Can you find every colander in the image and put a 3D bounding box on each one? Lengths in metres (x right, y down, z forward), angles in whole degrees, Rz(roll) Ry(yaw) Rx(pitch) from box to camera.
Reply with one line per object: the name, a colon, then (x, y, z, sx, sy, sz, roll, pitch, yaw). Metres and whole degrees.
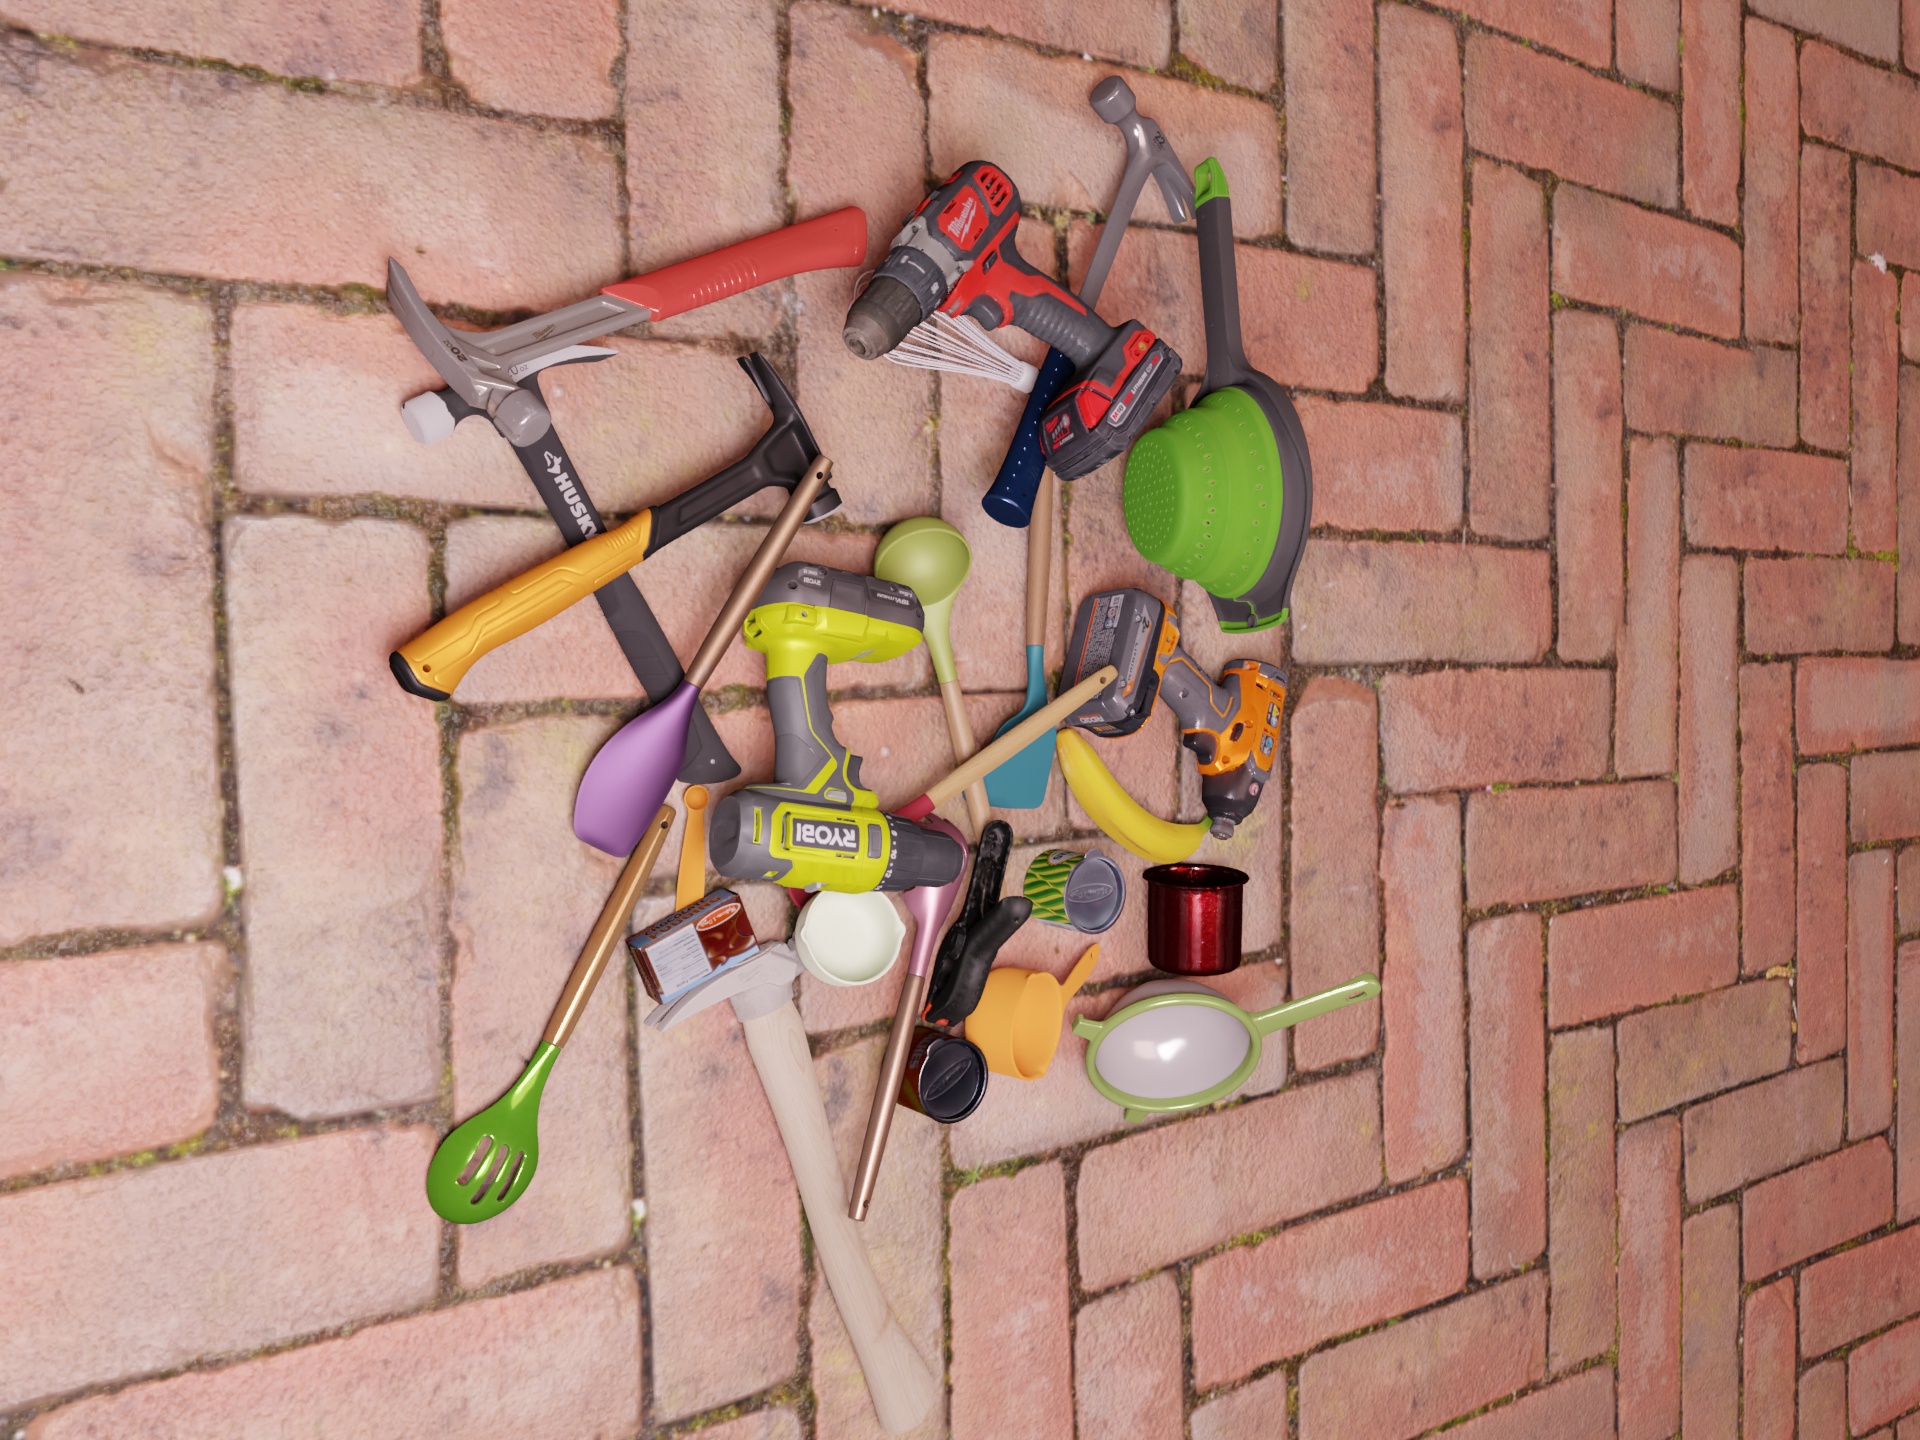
colander: (0.190, -0.268, 1.319, 0.094, 0.204, 0.397, -5, 89, -20)

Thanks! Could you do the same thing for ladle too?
ladle: (-0.002, -0.004, 1.256, 0.078, 0.062, 0.320, -14, 101, -4)
ladle: (-0.003, 0.047, 1.237, 0.315, 0.031, 0.069, -35, 106, -13)

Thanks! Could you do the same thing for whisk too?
whisk: (0.027, -0.286, 1.278, 0.284, 0.070, 0.070, 16, 82, -38)

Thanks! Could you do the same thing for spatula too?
spatula: (-0.175, -0.049, 1.107, 0.059, 0.018, 0.316, 32, 88, -26)
spatula: (0.055, -0.086, 1.320, 0.082, 0.044, 0.317, 8, 82, -33)

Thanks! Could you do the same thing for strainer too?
strainer: (0.226, 0.247, 1.356, 0.256, 0.069, 0.151, -21, 127, 11)

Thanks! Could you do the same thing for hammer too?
hammer: (-0.110, 0.368, 1.209, 0.146, 0.038, 0.410, -24, 105, -30)
hammer: (-0.207, -0.305, 1.105, 0.359, 0.036, 0.149, -33, 76, -37)
hammer: (-0.234, -0.122, 1.068, 0.337, 0.034, 0.127, -37, 112, -27)
hammer: (-0.239, -0.100, 1.107, 0.146, 0.035, 0.334, -36, 111, -28)
hammer: (0.104, -0.330, 1.296, 0.143, 0.035, 0.406, 39, 61, -37)

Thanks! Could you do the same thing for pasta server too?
pasta server: (-0.045, 0.223, 1.227, 0.060, 0.040, 0.316, 24, 72, -33)

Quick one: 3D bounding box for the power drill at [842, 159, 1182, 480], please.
power drill: (0.034, -0.280, 1.173, 0.226, 0.080, 0.188, 42, 64, -14)

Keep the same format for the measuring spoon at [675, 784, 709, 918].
measuring spoon: (-0.197, 0.105, 1.159, 0.021, 0.011, 0.117, 3, 93, -31)

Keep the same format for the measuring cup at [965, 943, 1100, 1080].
measuring cup: (0.061, 0.228, 1.321, 0.173, 0.052, 0.095, -39, 127, -53)

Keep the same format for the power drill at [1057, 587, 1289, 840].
power drill: (0.190, -0.002, 1.374, 0.226, 0.084, 0.164, 27, 69, -35)

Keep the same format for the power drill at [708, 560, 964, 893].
power drill: (-0.083, 0.014, 1.156, 0.190, 0.080, 0.229, 10, 70, -32)

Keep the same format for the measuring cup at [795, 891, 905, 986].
measuring cup: (-0.091, 0.115, 1.183, 0.083, 0.038, 0.168, 0, 73, -27)

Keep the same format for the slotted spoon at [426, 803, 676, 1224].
slotted spoon: (-0.272, 0.199, 1.098, 0.070, 0.031, 0.314, 34, 71, -30)
